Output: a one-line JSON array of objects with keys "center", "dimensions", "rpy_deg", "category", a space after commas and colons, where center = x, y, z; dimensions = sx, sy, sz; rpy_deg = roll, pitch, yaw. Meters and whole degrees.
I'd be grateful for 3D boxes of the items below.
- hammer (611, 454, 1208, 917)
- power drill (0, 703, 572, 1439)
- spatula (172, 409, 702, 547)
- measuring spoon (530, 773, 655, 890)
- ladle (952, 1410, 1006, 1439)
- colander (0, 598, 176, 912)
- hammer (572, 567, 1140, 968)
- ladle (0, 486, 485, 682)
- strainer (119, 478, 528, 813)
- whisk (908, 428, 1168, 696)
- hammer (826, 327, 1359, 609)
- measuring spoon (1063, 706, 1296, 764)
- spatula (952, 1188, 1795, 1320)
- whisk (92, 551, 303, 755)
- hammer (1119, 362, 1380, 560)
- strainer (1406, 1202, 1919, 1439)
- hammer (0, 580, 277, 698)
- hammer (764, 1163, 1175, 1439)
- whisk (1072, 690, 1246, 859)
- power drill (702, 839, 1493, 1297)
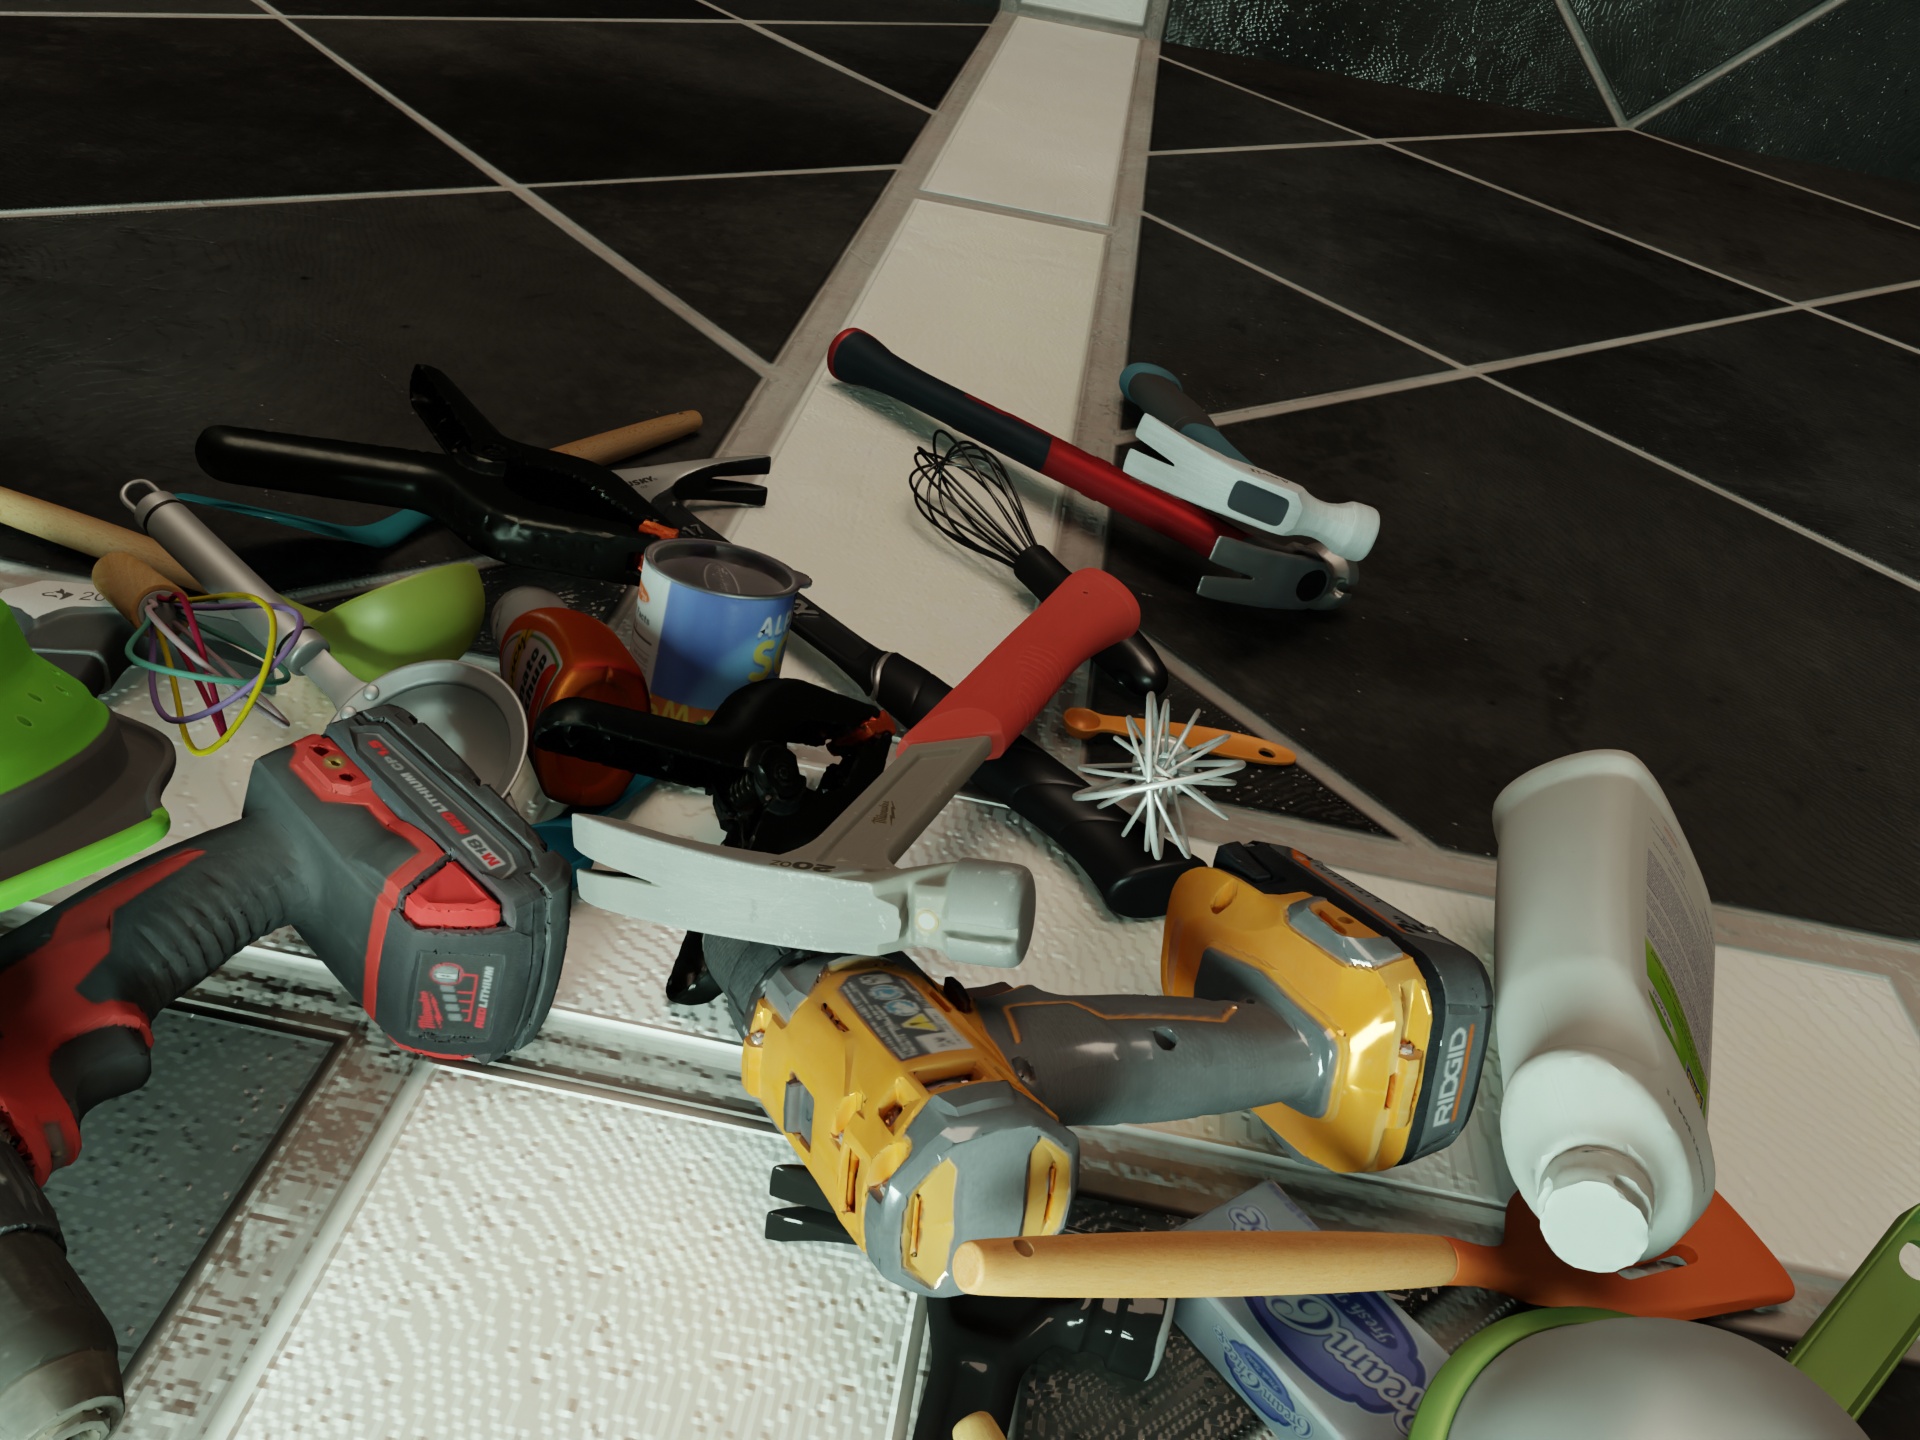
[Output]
[{"center": [-0.046, -0.031, 0.762], "dimensions": [0.149, 0.036, 0.409], "rpy_deg": [-21, 45, -40], "category": "hammer"}, {"center": [-0.224, 0.094, 0.465], "dimensions": [0.188, 0.080, 0.226], "rpy_deg": [38, 38, 24], "category": "power drill"}, {"center": [-0.252, -0.136, 0.852], "dimensions": [0.082, 0.044, 0.317], "rpy_deg": [14, 29, 33], "category": "spatula"}, {"center": [-0.147, 0.042, 0.646], "dimensions": [0.042, 0.021, 0.129], "rpy_deg": [7, 23, 16], "category": "measuring spoon"}, {"center": [0.068, 0.280, 0.304], "dimensions": [0.069, 0.031, 0.316], "rpy_deg": [-5, 43, -30], "category": "ladle"}, {"center": [-0.404, -0.014, 0.479], "dimensions": [0.397, 0.094, 0.204], "rpy_deg": [7, 22, 32], "category": "colander"}, {"center": [-0.001, -0.002, 0.636], "dimensions": [0.149, 0.036, 0.359], "rpy_deg": [7, 21, 17], "category": "hammer"}, {"center": [-0.361, -0.083, 0.735], "dimensions": [0.320, 0.062, 0.078], "rpy_deg": [18, 17, 17], "category": "ladle"}, {"center": [-0.259, -0.023, 0.644], "dimensions": [0.258, 0.050, 0.087], "rpy_deg": [40, 73, 17], "category": "strainer"}, {"center": [0.040, -0.087, 0.859], "dimensions": [0.055, 0.055, 0.239], "rpy_deg": [-12, 43, -30], "category": "whisk"}, {"center": [0.044, -0.159, 0.948], "dimensions": [0.387, 0.038, 0.143], "rpy_deg": [33, 21, 34], "category": "hammer"}, {"center": [0.105, 0.011, 0.764], "dimensions": [0.117, 0.011, 0.021], "rpy_deg": [10, 33, -8], "category": "measuring spoon"}, {"center": [0.133, 0.156, 0.477], "dimensions": [0.322, 0.041, 0.081], "rpy_deg": [13, 27, -35], "category": "spatula"}, {"center": [-0.288, -0.033, 0.577], "dimensions": [0.051, 0.047, 0.245], "rpy_deg": [-8, 17, -35], "category": "whisk"}, {"center": [0.144, -0.173, 0.968], "dimensions": [0.128, 0.033, 0.331], "rpy_deg": [17, 20, -11], "category": "hammer"}, {"center": [0.235, 0.194, 0.435], "dimensions": [0.256, 0.069, 0.152], "rpy_deg": [-25, 59, -34], "category": "strainer"}, {"center": [-0.351, 0.047, 0.561], "dimensions": [0.146, 0.035, 0.335], "rpy_deg": [3, 34, -10], "category": "hammer"}, {"center": [-0.030, 0.244, 0.356], "dimensions": [0.127, 0.034, 0.337], "rpy_deg": [14, 34, 5], "category": "hammer"}, {"center": [0.078, 0.019, 0.623], "dimensions": [0.059, 0.058, 0.246], "rpy_deg": [-12, -1, 8], "category": "whisk"}, {"center": [0.035, 0.096, 0.530], "dimensions": [0.226, 0.084, 0.185], "rpy_deg": [-5, 20, -28], "category": "power drill"}]
